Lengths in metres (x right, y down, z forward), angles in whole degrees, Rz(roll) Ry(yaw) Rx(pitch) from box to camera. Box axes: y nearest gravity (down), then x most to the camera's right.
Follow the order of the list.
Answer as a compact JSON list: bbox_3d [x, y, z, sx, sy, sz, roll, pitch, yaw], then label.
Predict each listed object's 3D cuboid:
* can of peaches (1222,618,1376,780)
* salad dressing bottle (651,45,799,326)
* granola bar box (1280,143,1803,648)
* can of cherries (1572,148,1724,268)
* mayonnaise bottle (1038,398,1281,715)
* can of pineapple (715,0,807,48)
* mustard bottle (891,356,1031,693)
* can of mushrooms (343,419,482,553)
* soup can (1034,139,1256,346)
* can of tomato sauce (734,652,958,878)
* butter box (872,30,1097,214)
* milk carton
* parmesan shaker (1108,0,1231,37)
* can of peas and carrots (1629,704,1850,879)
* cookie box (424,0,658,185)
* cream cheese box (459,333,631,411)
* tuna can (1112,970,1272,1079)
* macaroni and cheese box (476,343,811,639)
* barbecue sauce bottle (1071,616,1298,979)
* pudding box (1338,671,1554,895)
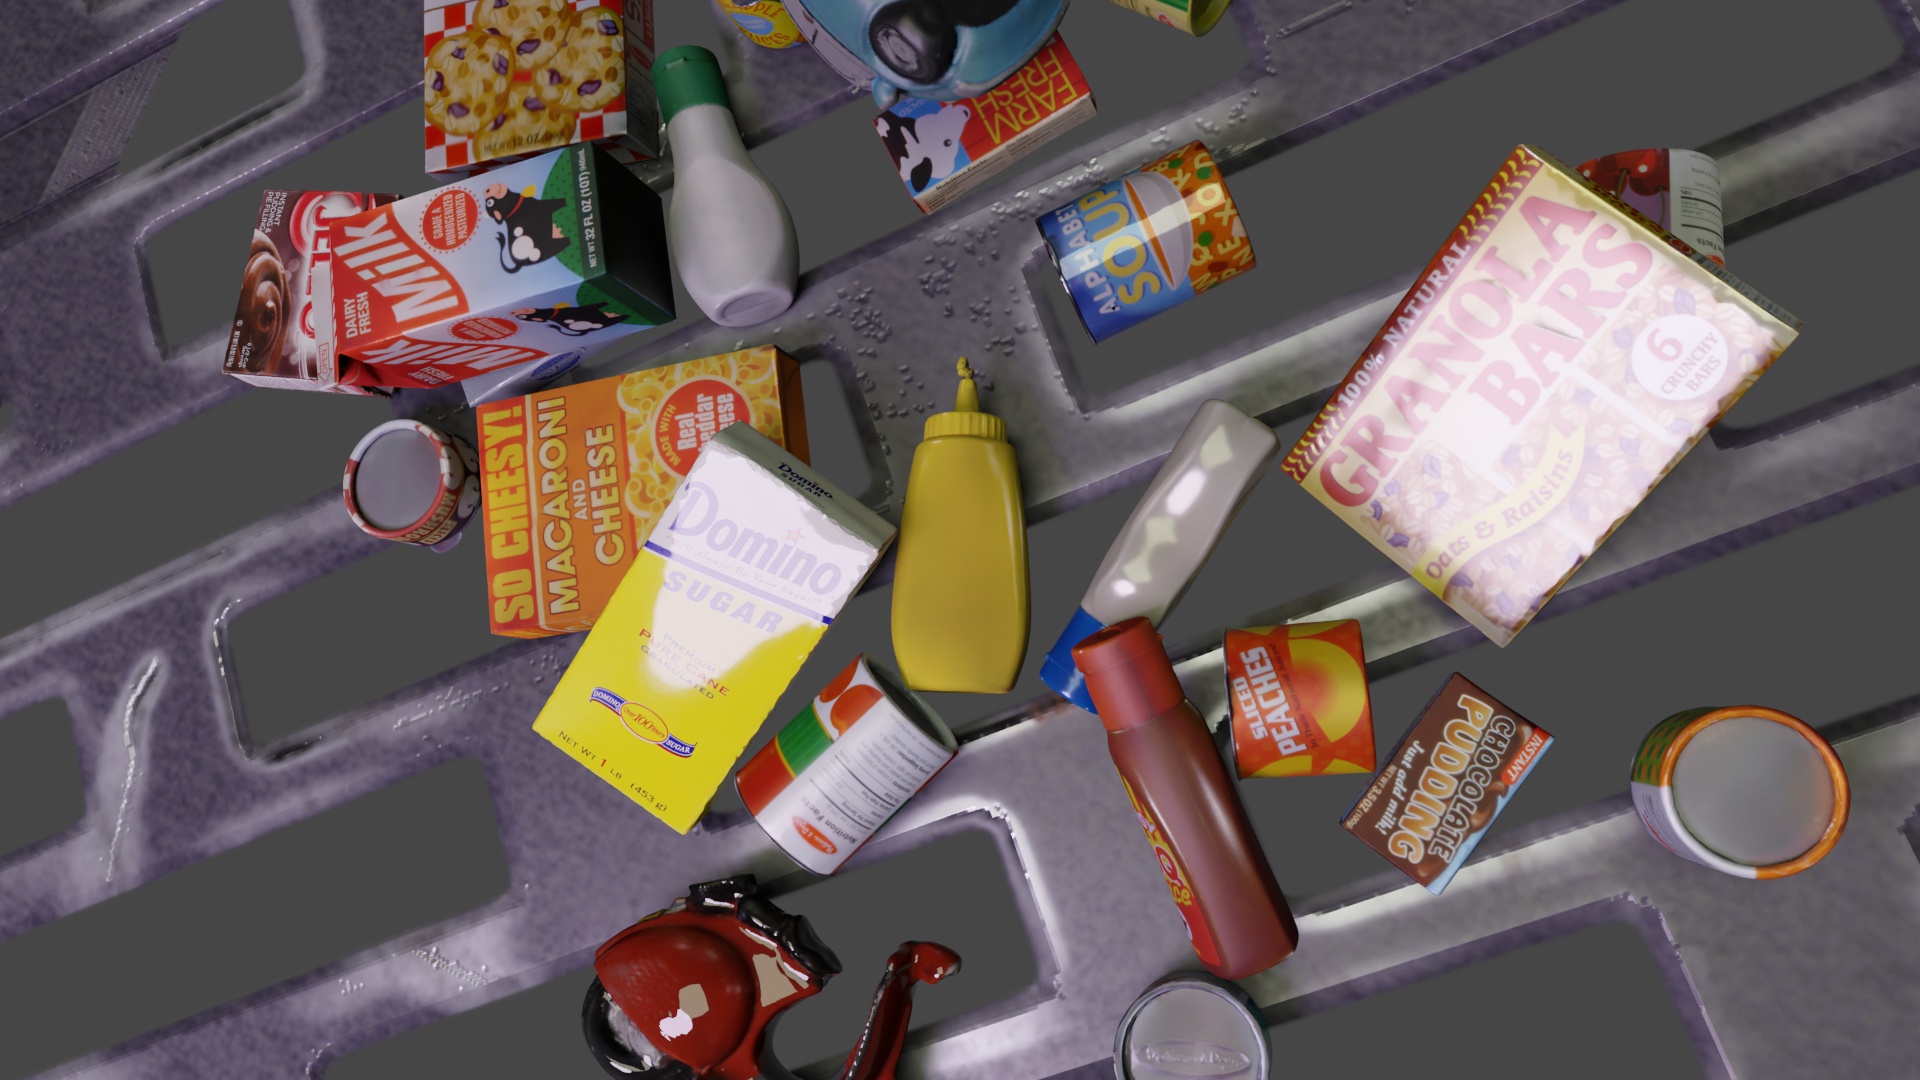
[{"bbox_3d":[0.145,0.068,0.594,0.058,0.071,0.071,-6,80,13],"label":"can of peaches"},{"bbox_3d":[-0.126,-0.186,0.723,0.064,0.044,0.148,-19,76,7],"label":"salad dressing bottle"},{"bbox_3d":[0.230,-0.058,0.569,0.124,0.039,0.164,42,123,17],"label":"granola bar box"},{"bbox_3d":[0.284,-0.126,0.590,0.071,0.071,0.058,-1,81,15],"label":"can of cherries"},{"bbox_3d":[0.089,0.008,0.625,0.041,0.065,0.148,32,95,5],"label":"mayonnaise bottle"},{"bbox_3d":[-0.101,-0.299,0.726,0.071,0.058,0.071,-2,81,15],"label":"can of pineapple"},{"bbox_3d":[0.002,-0.008,0.655,0.065,0.048,0.160,2,80,1],"label":"mustard bottle"},{"bbox_3d":[-0.294,-0.029,0.749,0.071,0.033,0.071,-2,80,14],"label":"can of mushrooms"},{"bbox_3d":[0.085,-0.138,0.642,0.083,0.071,0.071,-25,76,10],"label":"soup can"},{"bbox_3d":[-0.053,0.102,0.646,0.083,0.071,0.071,-45,73,5],"label":"can of tomato sauce"},{"bbox_3d":[0.013,-0.214,0.699,0.103,0.024,0.053,-29,76,10],"label":"butter box"},{"bbox_3d":[-0.249,-0.131,0.705,0.190,0.073,0.072,-12,77,14],"label":"milk carton"},{"bbox_3d":[0.081,-0.293,0.668,0.103,0.071,0.071,29,90,17],"label":"parmesan shaker"},{"bbox_3d":[0.308,0.097,0.551,0.071,0.058,0.071,-2,81,15],"label":"can of peas and carrots"},{"bbox_3d":[-0.233,-0.286,0.770,0.123,0.040,0.167,-6,81,14],"label":"cookie box"},{"bbox_3d":[-0.226,-0.116,0.748,0.104,0.024,0.053,-28,76,10],"label":"cream cheese box"},{"bbox_3d":[0.101,0.224,0.600,0.071,0.033,0.071,-2,81,15],"label":"tuna can"},{"bbox_3d":[-0.159,-0.022,0.707,0.166,0.040,0.124,-9,79,13],"label":"macaroni and cheese box"},{"bbox_3d":[0.093,0.106,0.587,0.044,0.065,0.148,-24,92,-2],"label":"barbecue sauce bottle"},{"bbox_3d":[0.206,0.103,0.592,0.050,0.030,0.083,37,92,16],"label":"pudding box"}]
